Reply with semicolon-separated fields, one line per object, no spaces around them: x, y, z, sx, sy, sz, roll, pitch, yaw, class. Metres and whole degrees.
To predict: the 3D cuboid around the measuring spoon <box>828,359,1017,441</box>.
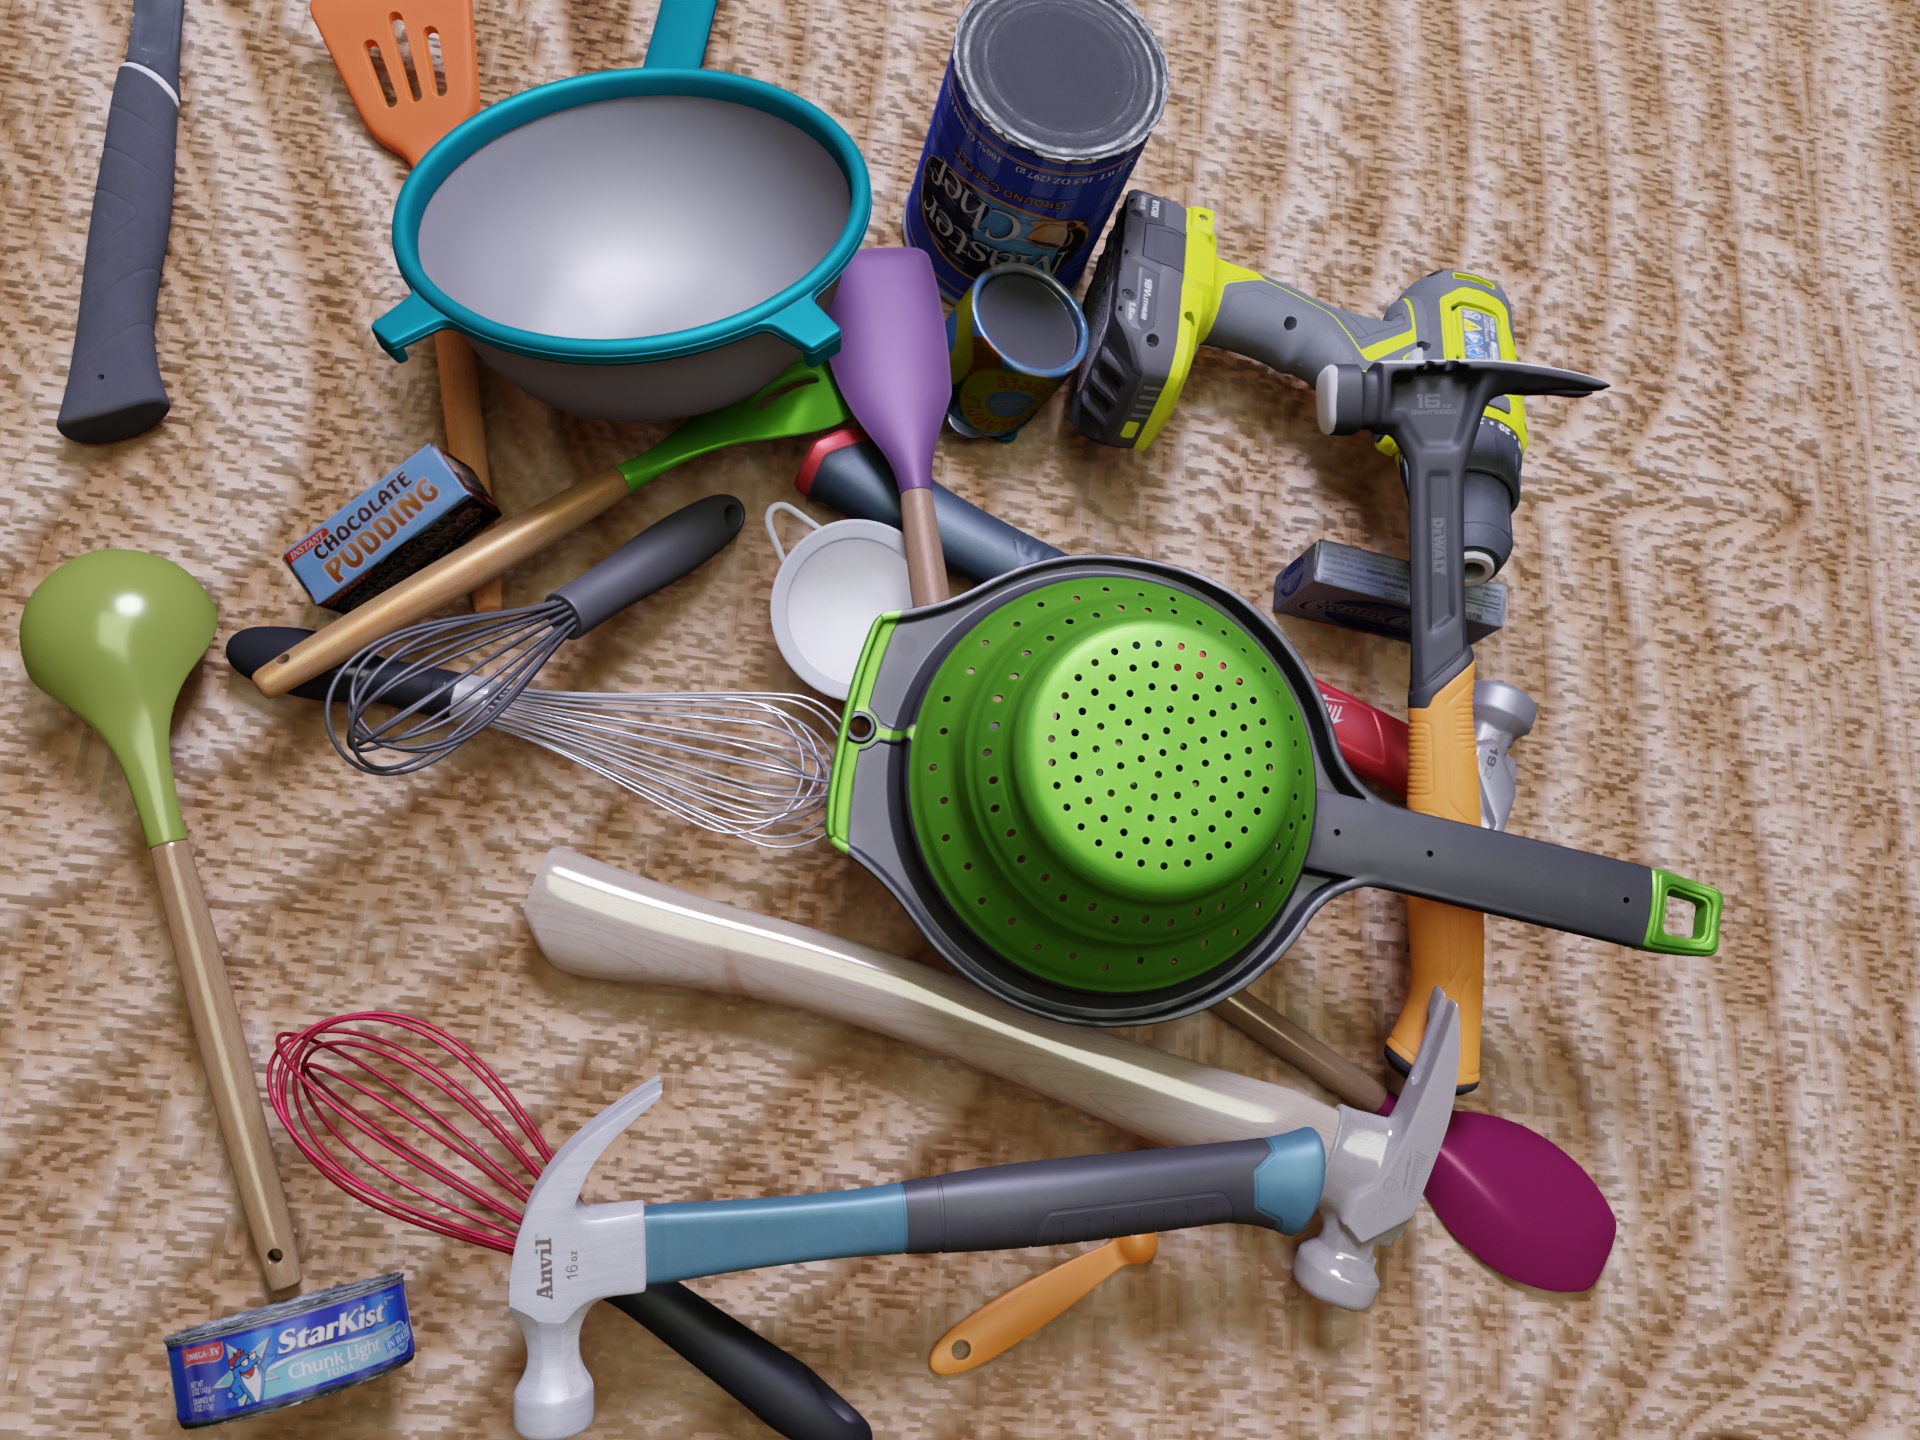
-0.028;-0.175;0.812;0.128;0.021;0.042;31;59;-11;measuring spoon

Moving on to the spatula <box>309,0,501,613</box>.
-0.249;-0.207;0.759;0.081;0.041;0.323;-12;78;1;spatula

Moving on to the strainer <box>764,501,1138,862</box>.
-0.001;-0.002;0.753;0.258;0.050;0.087;45;73;-3;strainer

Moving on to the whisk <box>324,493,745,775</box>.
-0.173;-0.048;0.690;0.055;0.055;0.239;45;46;3;whisk

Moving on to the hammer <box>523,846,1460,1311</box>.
0.014;0.128;0.699;0.410;0.038;0.146;19;94;-3;hammer

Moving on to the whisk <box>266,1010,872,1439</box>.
-0.155;0.214;0.648;0.296;0.073;0.073;38;70;-5;whisk

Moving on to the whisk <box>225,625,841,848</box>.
-0.184;-0.003;0.709;0.284;0.070;0.070;13;72;-3;whisk

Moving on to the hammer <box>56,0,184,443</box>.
-0.395;-0.324;0.767;0.149;0.036;0.409;1;74;-10;hammer

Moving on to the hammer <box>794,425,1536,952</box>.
0.091;-0.028;0.780;0.386;0.038;0.143;26;72;-3;hammer

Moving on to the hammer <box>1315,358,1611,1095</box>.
0.229;0.004;0.731;0.127;0.034;0.337;-1;93;-1;hammer

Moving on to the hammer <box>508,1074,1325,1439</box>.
-0.010;0.199;0.637;0.331;0.033;0.128;-2;89;-13;hammer

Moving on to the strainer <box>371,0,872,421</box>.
-0.143;-0.255;0.776;0.211;0.095;0.341;1;51;1;strainer

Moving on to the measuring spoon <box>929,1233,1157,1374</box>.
0.038;0.254;0.699;0.117;0.011;0.021;-25;80;-17;measuring spoon

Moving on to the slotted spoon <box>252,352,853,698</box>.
-0.176;-0.097;0.726;0.314;0.031;0.070;-35;51;-23;slotted spoon

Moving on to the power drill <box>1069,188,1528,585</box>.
0.176;-0.167;0.800;0.228;0.080;0.191;14;55;-7;power drill

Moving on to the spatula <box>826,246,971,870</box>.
-0.020;-0.081;0.739;0.059;0.018;0.316;-6;74;-10;spatula

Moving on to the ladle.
-0.322;0.078;0.667;0.078;0.062;0.320;-16;85;-15;ladle

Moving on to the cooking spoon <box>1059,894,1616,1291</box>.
0.176;0.166;0.751;0.319;0.017;0.069;34;69;-1;cooking spoon

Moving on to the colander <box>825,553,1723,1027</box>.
0.148;0.039;0.649;0.397;0.094;0.204;13;78;-6;colander
